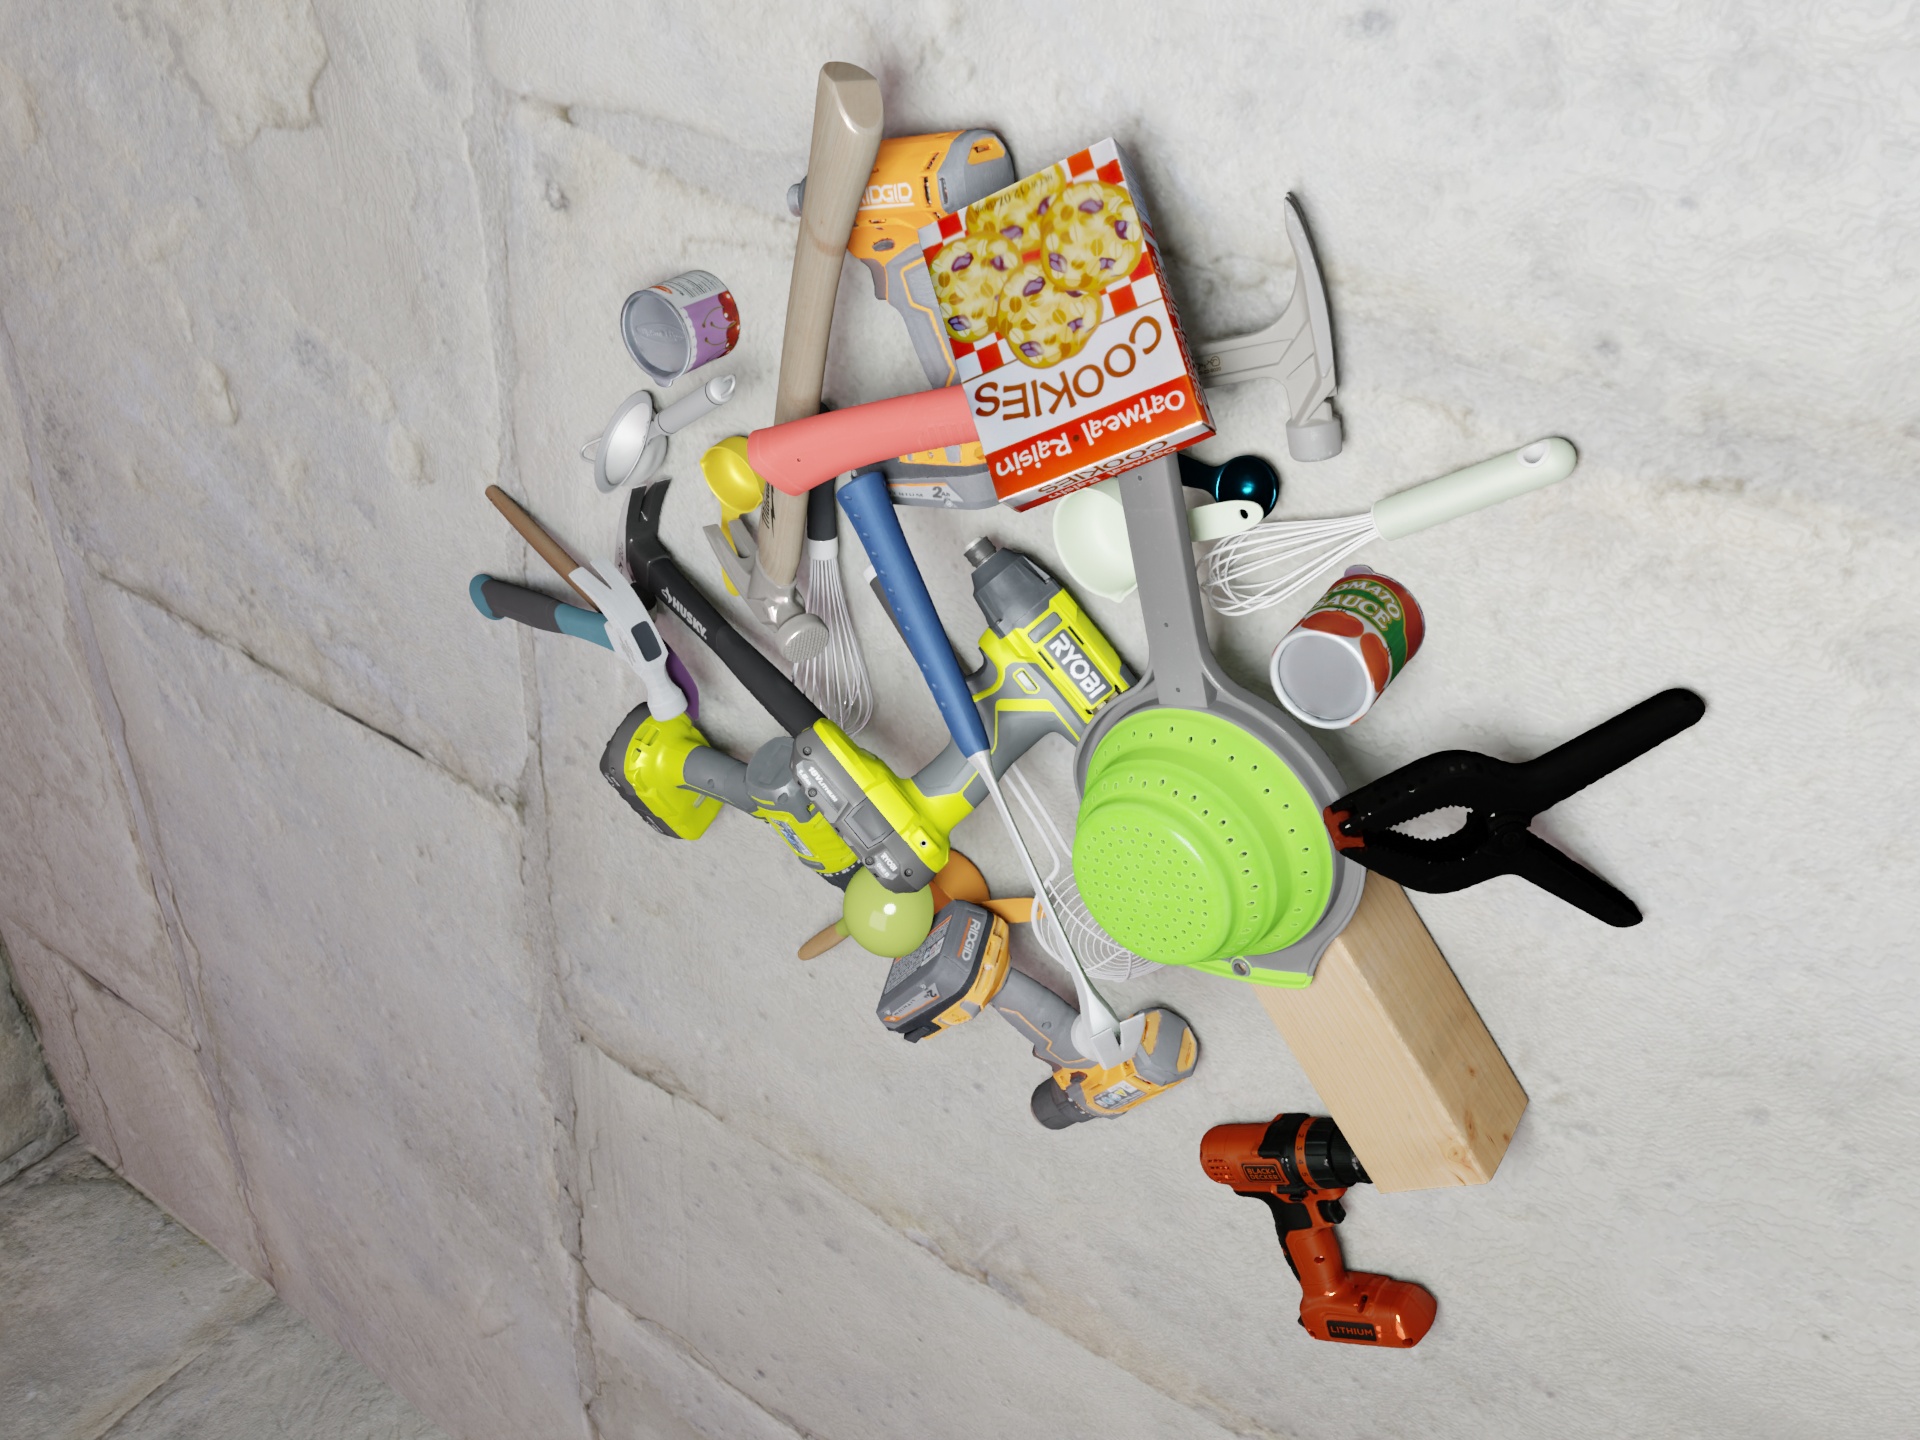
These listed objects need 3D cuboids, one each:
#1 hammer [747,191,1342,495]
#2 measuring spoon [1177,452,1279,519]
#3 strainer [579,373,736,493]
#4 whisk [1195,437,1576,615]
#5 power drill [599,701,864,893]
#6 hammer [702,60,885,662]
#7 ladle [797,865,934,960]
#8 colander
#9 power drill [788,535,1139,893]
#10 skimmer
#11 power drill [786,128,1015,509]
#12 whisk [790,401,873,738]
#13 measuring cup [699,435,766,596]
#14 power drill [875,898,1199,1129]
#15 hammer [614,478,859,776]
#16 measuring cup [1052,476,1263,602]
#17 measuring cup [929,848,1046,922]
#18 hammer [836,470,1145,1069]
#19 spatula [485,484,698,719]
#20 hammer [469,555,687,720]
[{"bbox_3d":[0.039,-0.200,0.948,0.359,0.037,0.149,-8,113,17],"label":"hammer"},{"bbox_3d":[0.147,-0.157,0.999,0.129,0.021,0.042,26,115,35],"label":"measuring spoon"},{"bbox_3d":[-0.221,-0.220,1.195,0.050,0.087,0.258,19,167,-29],"label":"strainer"},{"bbox_3d":[0.241,-0.113,0.933,0.246,0.058,0.059,-19,139,41],"label":"whisk"},{"bbox_3d":[-0.174,0.072,1.337,0.229,0.080,0.190,14,151,33],"label":"power drill"},{"bbox_3d":[-0.109,-0.231,1.045,0.146,0.038,0.410,53,145,32],"label":"hammer"},{"bbox_3d":[-0.091,0.174,1.331,0.320,0.062,0.078,137,121,-68],"label":"ladle"},{"bbox_3d":[0.119,0.009,0.950,0.205,0.094,0.396,6,118,40],"label":"colander"},{"bbox_3d":[-0.002,-0.003,1.093,0.171,0.223,0.080,50,-179,-3],"label":"power drill"},{"bbox_3d":[0.045,0.033,1.185,0.127,0.090,0.363,-37,80,20],"label":"skimmer"},{"bbox_3d":[-0.034,-0.258,1.030,0.164,0.084,0.226,10,120,37],"label":"power drill"},{"bbox_3d":[-0.102,-0.102,1.204,0.070,0.070,0.284,17,122,30],"label":"whisk"},{"bbox_3d":[-0.172,-0.158,1.248,0.062,0.029,0.156,31,144,17],"label":"measuring cup"},{"bbox_3d":[0.048,0.247,1.259,0.226,0.084,0.185,30,140,-13],"label":"power drill"},{"bbox_3d":[-0.174,-0.057,1.235,0.335,0.035,0.146,43,139,34],"label":"hammer"},{"bbox_3d":[0.130,-0.124,1.001,0.168,0.038,0.083,-5,112,48],"label":"measuring cup"},{"bbox_3d":[0.013,0.141,1.273,0.174,0.052,0.095,-8,112,39],"label":"measuring cup"},{"bbox_3d":[0.017,0.030,1.005,0.144,0.035,0.405,110,137,-82],"label":"hammer"},{"bbox_3d":[-0.313,-0.111,1.344,0.316,0.018,0.059,42,145,27],"label":"spatula"},{"bbox_3d":[-0.342,-0.087,1.357,0.331,0.033,0.128,16,132,50],"label":"hammer"}]
